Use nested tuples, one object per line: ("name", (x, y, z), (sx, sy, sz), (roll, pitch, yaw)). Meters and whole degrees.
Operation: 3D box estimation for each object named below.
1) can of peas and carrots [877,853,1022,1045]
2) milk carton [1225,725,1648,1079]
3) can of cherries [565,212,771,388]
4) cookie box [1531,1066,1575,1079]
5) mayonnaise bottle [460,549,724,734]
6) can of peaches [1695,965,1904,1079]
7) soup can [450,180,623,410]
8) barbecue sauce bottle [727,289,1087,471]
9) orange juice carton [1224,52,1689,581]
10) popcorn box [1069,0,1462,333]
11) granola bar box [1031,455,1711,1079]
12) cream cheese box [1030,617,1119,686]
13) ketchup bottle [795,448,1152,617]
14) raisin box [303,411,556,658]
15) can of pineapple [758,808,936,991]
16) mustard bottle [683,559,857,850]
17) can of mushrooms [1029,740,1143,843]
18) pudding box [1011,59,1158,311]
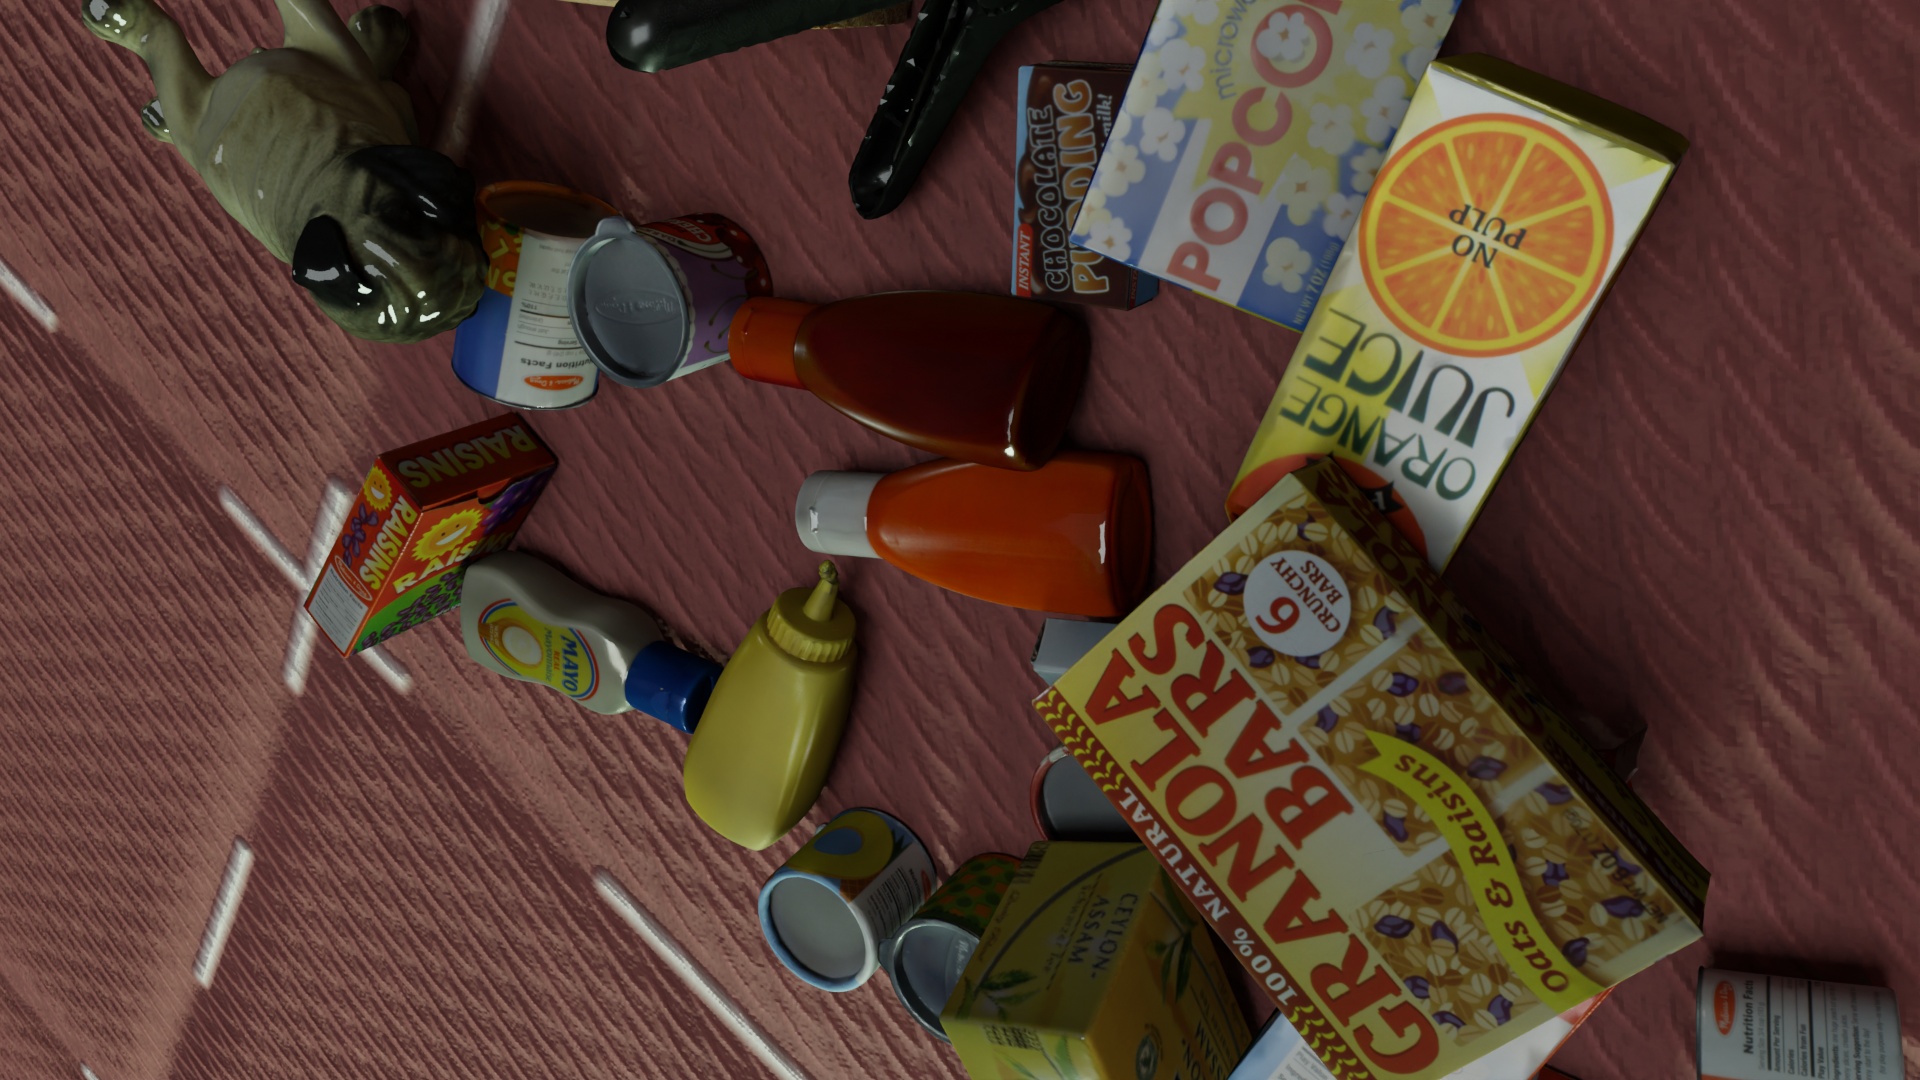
("can of peas and carrots", (0.008, 0.184, 0.629), (0.071, 0.059, 0.070), (12, 114, 27))
("milk carton", (0.176, 0.143, 0.483), (0.073, 0.072, 0.190), (38, 110, 20))
("can of cherries", (-0.123, -0.106, 0.593), (0.071, 0.058, 0.071), (12, 115, 28))
("cookie box", (0.192, 0.278, 0.570), (0.123, 0.040, 0.166), (19, 116, 23))
("mayonnaise bottle", (-0.187, 0.055, 0.704), (0.148, 0.041, 0.064), (19, 118, 24))
("can of peaches", (0.280, 0.181, 0.464), (0.058, 0.071, 0.071), (-3, 107, 31))
("soup can", (-0.192, -0.112, 0.627), (0.071, 0.071, 0.083), (30, 121, 18))
("barbecue sauce bottle", (-0.027, -0.071, 0.554), (0.148, 0.043, 0.065), (14, 79, 31))
("orange juice carton", (0.148, -0.050, 0.448), (0.073, 0.072, 0.191), (30, 121, 18))
("popcorn box", (0.096, -0.140, 0.442), (0.085, 0.038, 0.126), (22, 114, 2))
("granola bar box", (0.120, 0.076, 0.431), (0.166, 0.039, 0.123), (51, 121, 12))
("cream cheese box", (0.085, 0.055, 0.539), (0.104, 0.024, 0.053), (3, 152, 29))
("ketchup bottle", (0.002, -0.007, 0.567), (0.149, 0.044, 0.064), (5, 103, 29))
("raisin box", (-0.268, -0.003, 0.702), (0.040, 0.086, 0.122), (48, 125, 8))
("can of pineapple", (-0.055, 0.170, 0.661), (0.071, 0.058, 0.070), (12, 115, 27))
("mustard bottle", (-0.080, 0.071, 0.643), (0.065, 0.049, 0.159), (33, 122, 13))
("can of mushrooms", (0.063, 0.108, 0.583), (0.071, 0.033, 0.070), (11, 115, 26))
("pudding box", (0.047, -0.129, 0.502), (0.050, 0.030, 0.083), (14, 115, 26))
